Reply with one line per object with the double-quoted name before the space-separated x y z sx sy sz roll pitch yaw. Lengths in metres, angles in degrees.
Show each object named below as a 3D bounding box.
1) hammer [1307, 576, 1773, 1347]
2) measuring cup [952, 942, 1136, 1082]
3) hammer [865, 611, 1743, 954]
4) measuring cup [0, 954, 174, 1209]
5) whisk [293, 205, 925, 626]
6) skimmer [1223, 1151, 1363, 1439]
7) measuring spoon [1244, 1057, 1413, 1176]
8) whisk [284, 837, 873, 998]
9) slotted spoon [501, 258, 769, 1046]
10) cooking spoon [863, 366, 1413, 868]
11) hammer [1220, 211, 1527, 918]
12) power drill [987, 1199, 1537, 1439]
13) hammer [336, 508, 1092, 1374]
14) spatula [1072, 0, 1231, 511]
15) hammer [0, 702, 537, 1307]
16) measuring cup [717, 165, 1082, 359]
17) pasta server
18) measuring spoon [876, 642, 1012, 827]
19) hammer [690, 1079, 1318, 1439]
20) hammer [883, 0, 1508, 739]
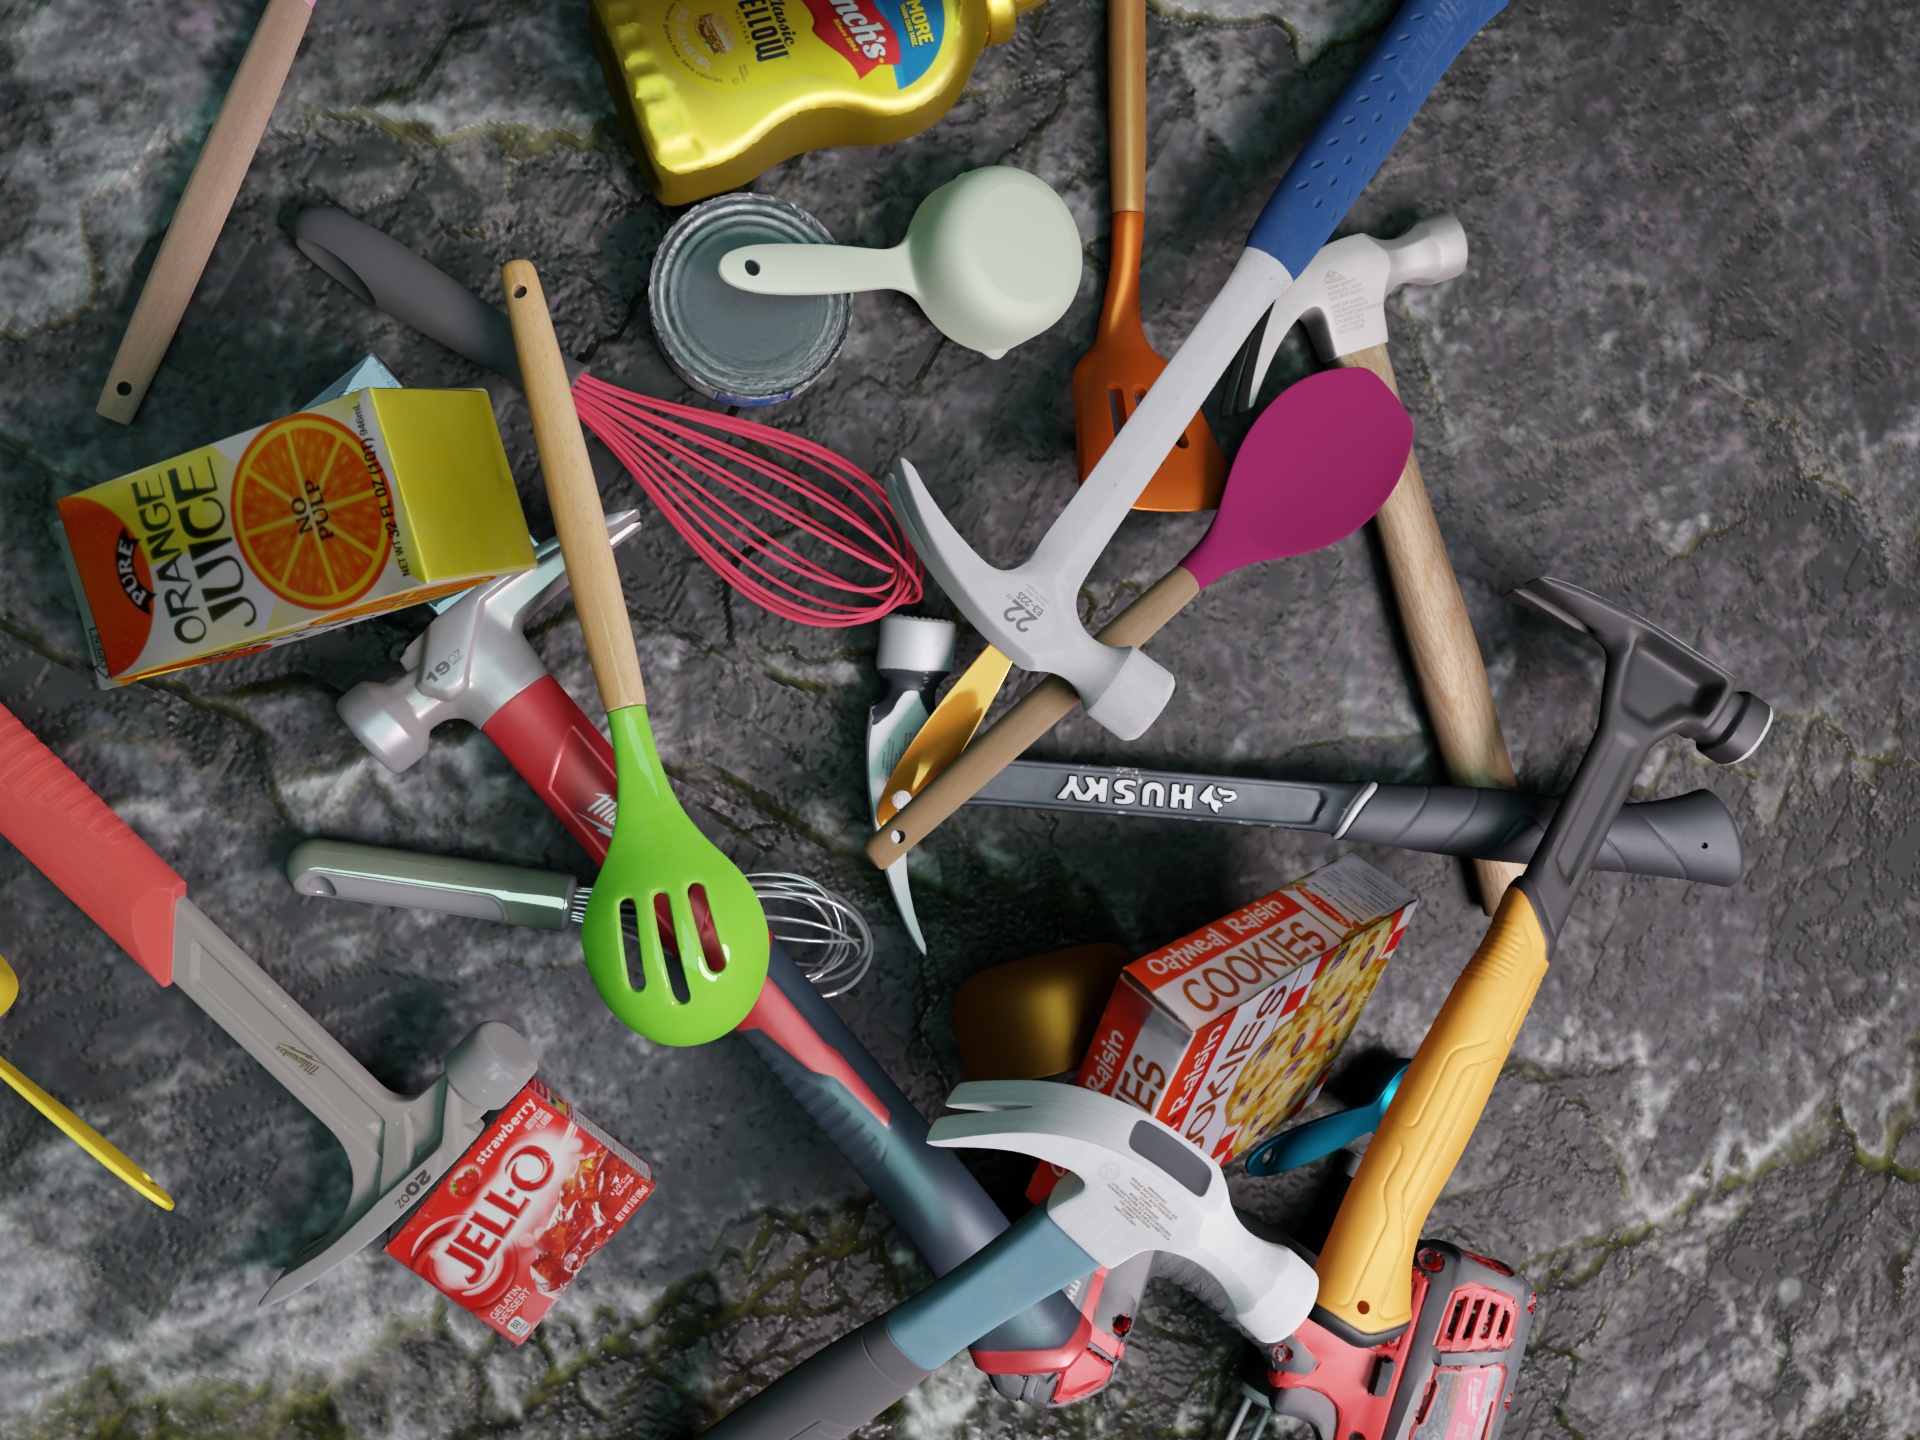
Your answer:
"hammer" 0.227 0.102 0.678 0.127 0.034 0.337 31 77 -4
"measuring cup" 0.075 0.124 0.716 0.173 0.095 0.052 -7 76 -33
"hammer" 0.159 0.044 0.722 0.409 0.036 0.149 5 93 -6
"measuring cup" -0.358 0.130 0.621 0.156 0.062 0.029 46 71 -8
"whisk" -0.144 -0.126 0.661 0.295 0.073 0.073 31 86 -6
"skimmer" 0.117 0.371 0.717 0.127 0.090 0.363 27 85 2
"measuring spoon" 0.171 0.184 0.737 0.128 0.021 0.042 -8 111 -37
"whisk" -0.158 0.079 0.672 0.246 0.057 0.059 9 48 -8
"slotted spoon" -0.137 -0.029 0.612 0.070 0.031 0.314 -14 85 -2
"cooking spoon" 0.080 -0.046 0.687 0.319 0.017 0.068 -41 96 -13
"hammer" 0.218 -0.063 0.754 0.130 0.031 0.331 -19 96 -11
"power drill" 0.127 0.273 0.691 0.219 0.078 0.143 20 82 3
"hammer" -0.071 0.096 0.642 0.143 0.038 0.386 -40 89 -11
"spatula" 0.080 -0.253 0.712 0.081 0.041 0.322 -1 91 -24
"hammer" -0.344 0.064 0.627 0.149 0.037 0.359 -43 97 7
"measuring cup" -0.019 -0.195 0.667 0.167 0.038 0.083 -11 94 -32
"pasta server" -0.278 -0.266 0.636 0.060 0.040 0.316 23 88 -23
"measuring spoon" -0.001 -0.002 0.682 0.021 0.011 0.117 33 94 -4
"hammer" -0.024 0.244 0.612 0.128 0.033 0.331 44 122 -1
"hammer" 0.123 -0.193 0.688 0.144 0.035 0.405 37 74 -7
